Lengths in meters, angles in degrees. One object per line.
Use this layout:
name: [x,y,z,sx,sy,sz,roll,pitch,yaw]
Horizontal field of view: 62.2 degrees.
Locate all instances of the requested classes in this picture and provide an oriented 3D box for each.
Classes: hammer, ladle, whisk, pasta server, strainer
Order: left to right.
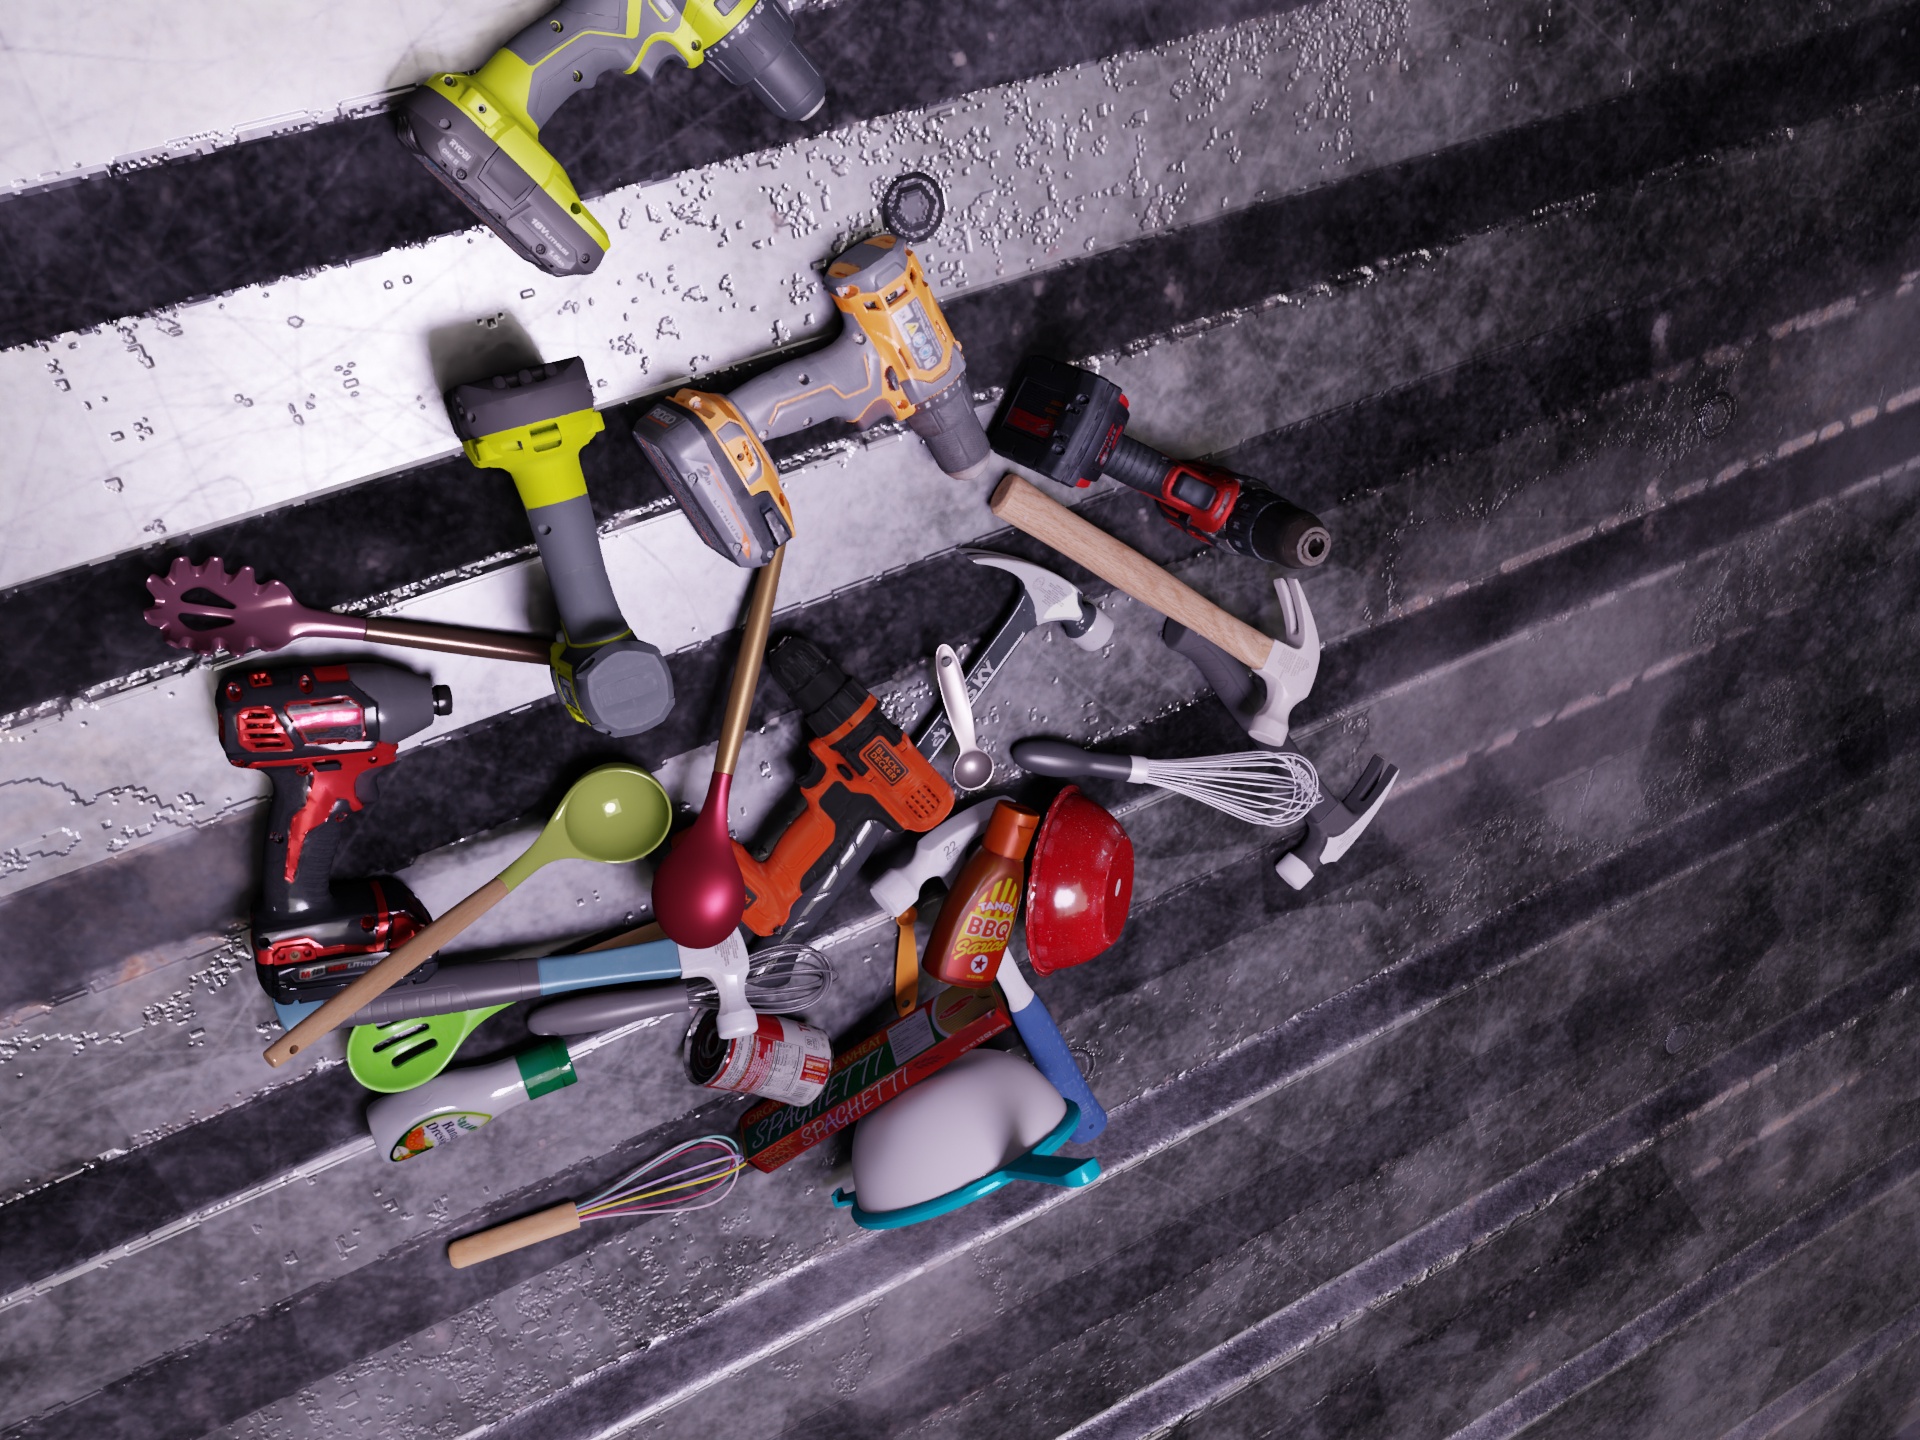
pasta server: [-0.362,-0.056,1.044,0.316,0.040,0.060,7,85,-32]
ladle: [-0.321,0.129,1.066,0.320,0.062,0.078,-41,129,-40]
hammer: [-0.319,0.189,1.151,0.331,0.033,0.128,-6,71,-18]
whisk: [-0.288,0.391,1.285,0.245,0.047,0.051,-15,119,-19]
whisk: [-0.212,0.212,1.221,0.239,0.055,0.055,-9,117,-9]
ladle: [-0.164,0.013,1.148,0.069,0.031,0.315,13,90,-1]
hammer: [-0.048,0.045,1.262,0.149,0.036,0.409,35,93,-34]
strainer: [0.012,0.322,1.282,0.211,0.340,0.095,-24,89,-25]
hammer: [0.055,0.235,1.388,0.144,0.035,0.405,-40,129,-18]
hammer: [0.163,-0.106,1.281,0.331,0.031,0.130,29,80,-26]
whisk: [0.179,0.046,1.350,0.284,0.070,0.070,7,109,-16]
hammer: [0.278,0.007,1.422,0.146,0.035,0.334,-44,125,-3]

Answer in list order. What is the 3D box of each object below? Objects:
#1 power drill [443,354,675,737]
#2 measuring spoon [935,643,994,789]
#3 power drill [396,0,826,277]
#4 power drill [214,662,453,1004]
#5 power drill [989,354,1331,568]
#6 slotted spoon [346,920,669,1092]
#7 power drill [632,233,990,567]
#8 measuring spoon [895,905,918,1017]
power drill: [-0.251,-0.107,1.002,0.080,0.171,0.223,-19,104,-20]
measuring spoon: [-0.002,-0.004,1.238,0.034,0.018,0.124,-19,112,-13]
power drill: [-0.204,-0.382,0.960,0.228,0.080,0.190,-50,125,-3]
power drill: [-0.407,0.068,1.056,0.143,0.079,0.219,-7,112,-26]
power drill: [0.153,-0.180,1.180,0.226,0.188,0.080,21,100,-30]
slotted spoon: [-0.302,0.192,1.195,0.313,0.031,0.070,-21,100,-21]
power drill: [-0.089,-0.200,1.105,0.226,0.084,0.185,-40,126,-13]
measuring spoon: [-0.048,0.205,1.352,0.021,0.011,0.116,-13,121,-25]
